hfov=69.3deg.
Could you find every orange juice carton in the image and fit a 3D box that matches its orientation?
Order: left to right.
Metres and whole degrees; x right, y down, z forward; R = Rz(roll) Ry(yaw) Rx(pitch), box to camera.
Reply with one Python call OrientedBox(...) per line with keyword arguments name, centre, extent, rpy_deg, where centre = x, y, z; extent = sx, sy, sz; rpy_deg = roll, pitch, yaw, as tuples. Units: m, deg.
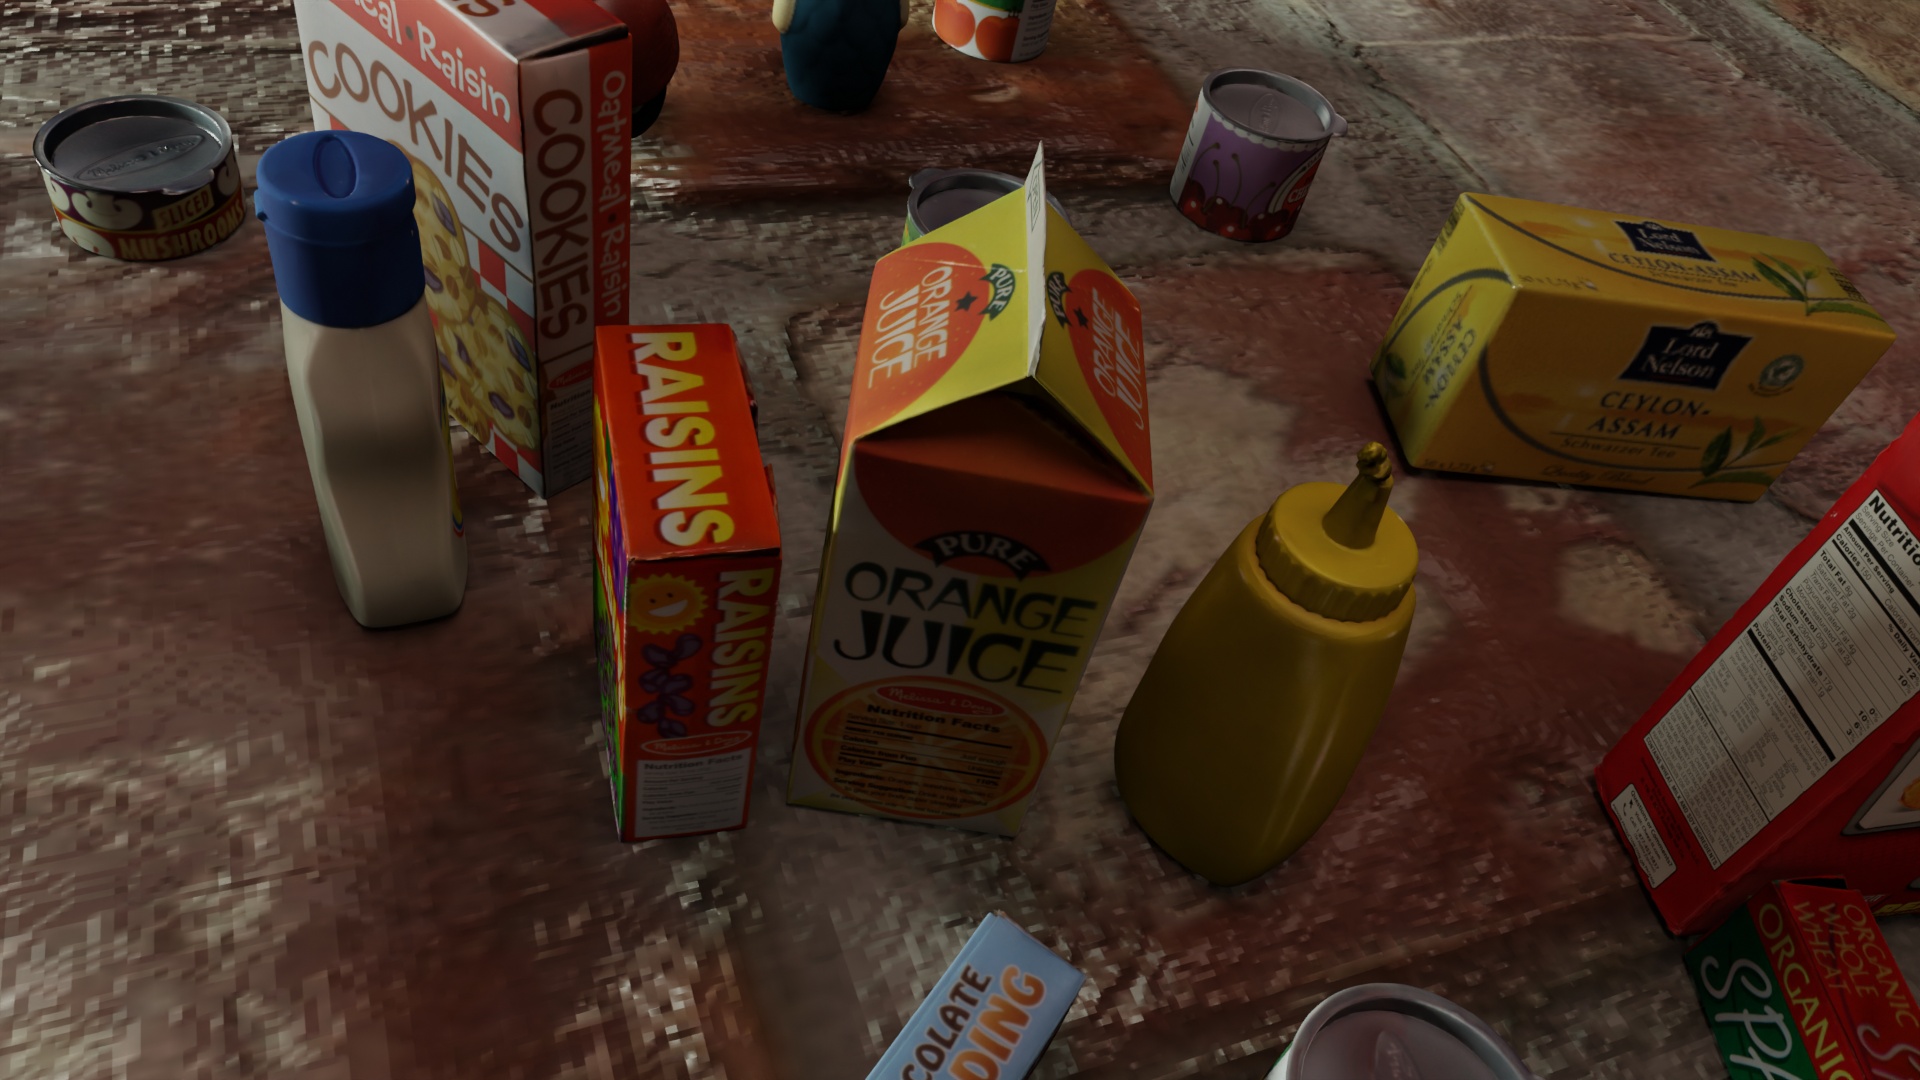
OrientedBox(name="orange juice carton", centre=(0.001, -0.005, 0.371), extent=(0.073, 0.191, 0.072), rpy_deg=(9, 46, -5))

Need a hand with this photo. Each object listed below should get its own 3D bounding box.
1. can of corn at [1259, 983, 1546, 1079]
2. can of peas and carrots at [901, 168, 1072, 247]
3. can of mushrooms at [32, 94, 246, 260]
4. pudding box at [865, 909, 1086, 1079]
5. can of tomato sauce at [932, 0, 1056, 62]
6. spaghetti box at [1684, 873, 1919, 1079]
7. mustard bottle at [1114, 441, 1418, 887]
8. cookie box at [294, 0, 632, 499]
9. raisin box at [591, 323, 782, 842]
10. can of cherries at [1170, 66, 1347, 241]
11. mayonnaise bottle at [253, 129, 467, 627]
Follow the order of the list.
OrientedBox(name="can of corn", centre=(0.104, 0.153, 0.341), extent=(0.071, 0.058, 0.071), rpy_deg=(7, 46, -7))
OrientedBox(name="can of peas and carrots", centre=(0.005, -0.110, 0.566), extent=(0.071, 0.058, 0.071), rpy_deg=(7, 46, -7))
OrientedBox(name="can of mushrooms", centre=(-0.311, -0.138, 0.531), extent=(0.071, 0.033, 0.071), rpy_deg=(7, 46, -7))
OrientedBox(name="pudding box", centre=(-0.006, 0.136, 0.335), extent=(0.030, 0.049, 0.084), rpy_deg=(32, 48, 16))
OrientedBox(name="can of tomato sauce", centre=(0.022, -0.312, 0.746), extent=(0.071, 0.082, 0.071), rpy_deg=(7, 46, -7))
OrientedBox(name="spaghetti box", centre=(0.243, 0.202, 0.334), extent=(0.029, 0.049, 0.251), rpy_deg=(7, 46, -8))
OrientedBox(name="mustard bottle", centre=(0.089, 0.032, 0.381), extent=(0.049, 0.159, 0.065), rpy_deg=(-31, 61, -35))
OrientedBox(name="cookie box", centre=(-0.160, -0.113, 0.452), extent=(0.123, 0.166, 0.040), rpy_deg=(39, 50, 22))
OrientedBox(name="raisin box", centre=(-0.078, 0.014, 0.382), extent=(0.040, 0.122, 0.086), rpy_deg=(-4, 48, -17))
OrientedBox(name="can of cherries", centre=(0.143, -0.186, 0.674), extent=(0.071, 0.058, 0.072), rpy_deg=(7, 46, -7))
OrientedBox(name="mayonnaise bottle", centre=(-0.168, -0.043, 0.396), extent=(0.041, 0.147, 0.065), rpy_deg=(-9, 50, -22))
